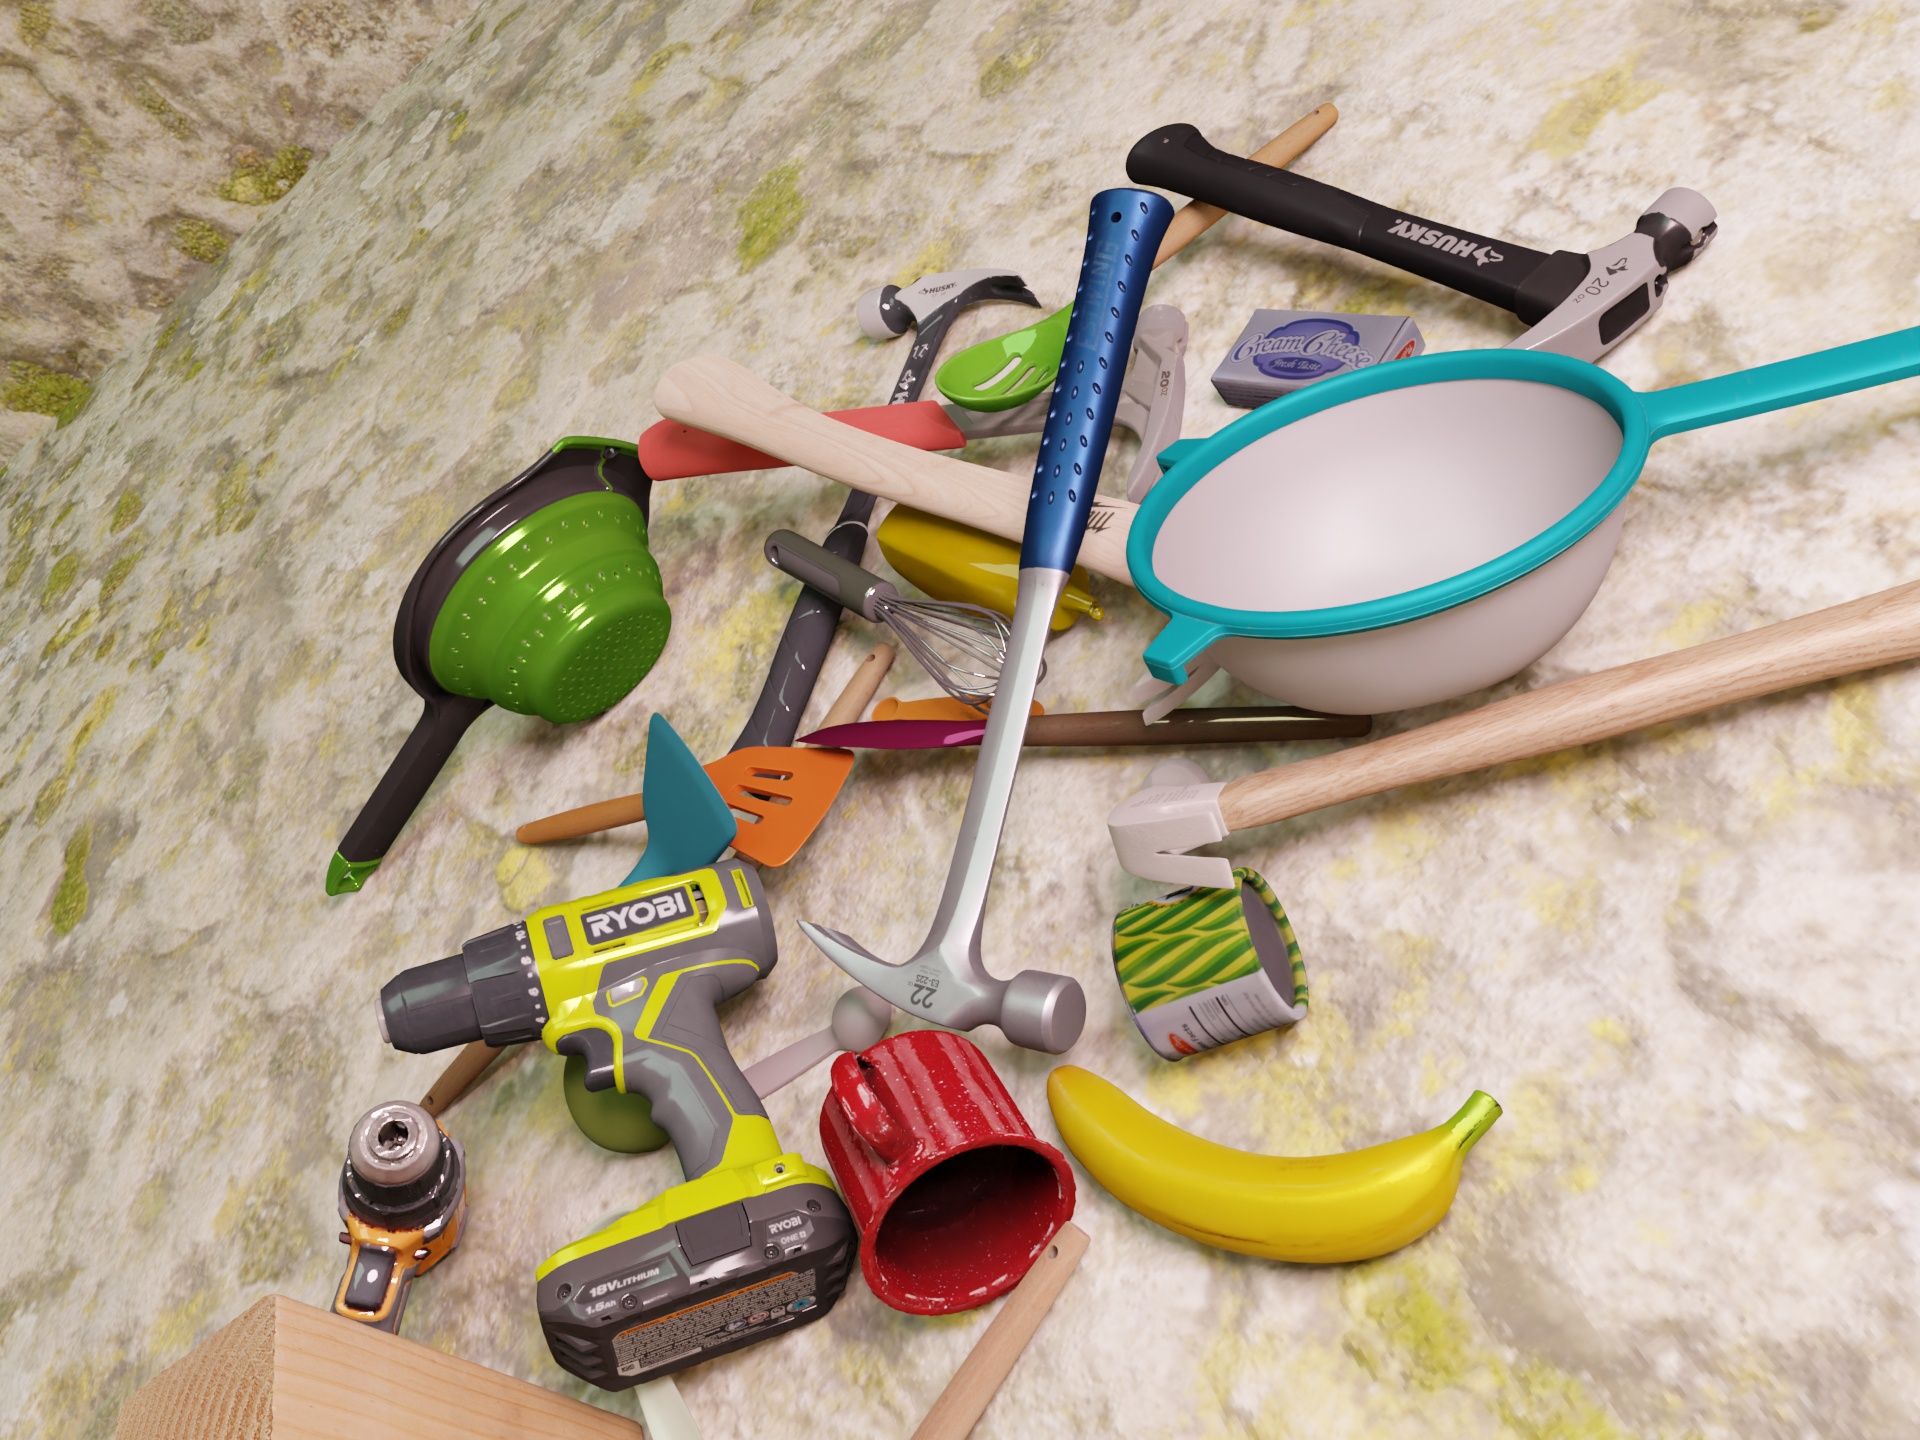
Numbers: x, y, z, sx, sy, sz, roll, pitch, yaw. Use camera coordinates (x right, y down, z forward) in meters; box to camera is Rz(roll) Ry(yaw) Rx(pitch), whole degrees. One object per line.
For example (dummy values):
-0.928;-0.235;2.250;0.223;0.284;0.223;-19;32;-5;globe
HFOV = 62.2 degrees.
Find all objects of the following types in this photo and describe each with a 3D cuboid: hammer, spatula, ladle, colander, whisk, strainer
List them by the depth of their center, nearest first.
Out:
-0.042;0.335;0.626;0.060;0.018;0.316;28;80;46;spatula
0.213;0.005;0.628;0.331;0.031;0.130;-17;7;22;hammer
0.243;-0.080;0.653;0.340;0.095;0.211;-13;32;17;strainer
0.031;-0.059;0.744;0.144;0.035;0.406;6;77;34;hammer
0.204;-0.257;0.835;0.146;0.035;0.335;-43;47;-9;hammer
-0.022;-0.123;0.859;0.411;0.038;0.146;23;64;32;hammer
-0.115;0.089;0.880;0.078;0.062;0.320;11;59;39;ladle
-0.224;0.128;0.888;0.317;0.044;0.082;-46;69;22;spatula
-0.041;-0.063;0.896;0.059;0.057;0.247;-23;36;-31;whisk
-0.183;0.058;0.935;0.322;0.041;0.081;-14;37;50;spatula
-0.042;-0.169;0.965;0.359;0.036;0.149;-2;55;25;hammer
-0.061;-0.131;1.010;0.149;0.036;0.409;-3;57;38;hammer
-0.307;-0.004;1.072;0.094;0.204;0.397;43;109;16;colander

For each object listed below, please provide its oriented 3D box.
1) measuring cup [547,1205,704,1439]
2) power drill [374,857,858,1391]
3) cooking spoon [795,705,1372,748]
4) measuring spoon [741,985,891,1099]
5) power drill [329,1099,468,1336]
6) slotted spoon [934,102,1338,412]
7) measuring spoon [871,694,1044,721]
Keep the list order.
-0.132;0.298;0.724;0.083;0.038;0.168;-43;47;1;measuring cup
-0.159;0.178;0.736;0.190;0.080;0.229;-14;50;-17;power drill
0.049;0.004;0.794;0.319;0.068;0.017;-2;91;34;cooking spoon
-0.088;0.169;0.800;0.124;0.018;0.034;-33;42;17;measuring spoon
-0.295;0.302;0.767;0.185;0.084;0.226;117;165;-57;power drill
0.111;-0.272;0.931;0.314;0.031;0.070;-41;46;-14;slotted spoon
-0.001;-0.003;0.873;0.117;0.011;0.021;0;56;37;measuring spoon
